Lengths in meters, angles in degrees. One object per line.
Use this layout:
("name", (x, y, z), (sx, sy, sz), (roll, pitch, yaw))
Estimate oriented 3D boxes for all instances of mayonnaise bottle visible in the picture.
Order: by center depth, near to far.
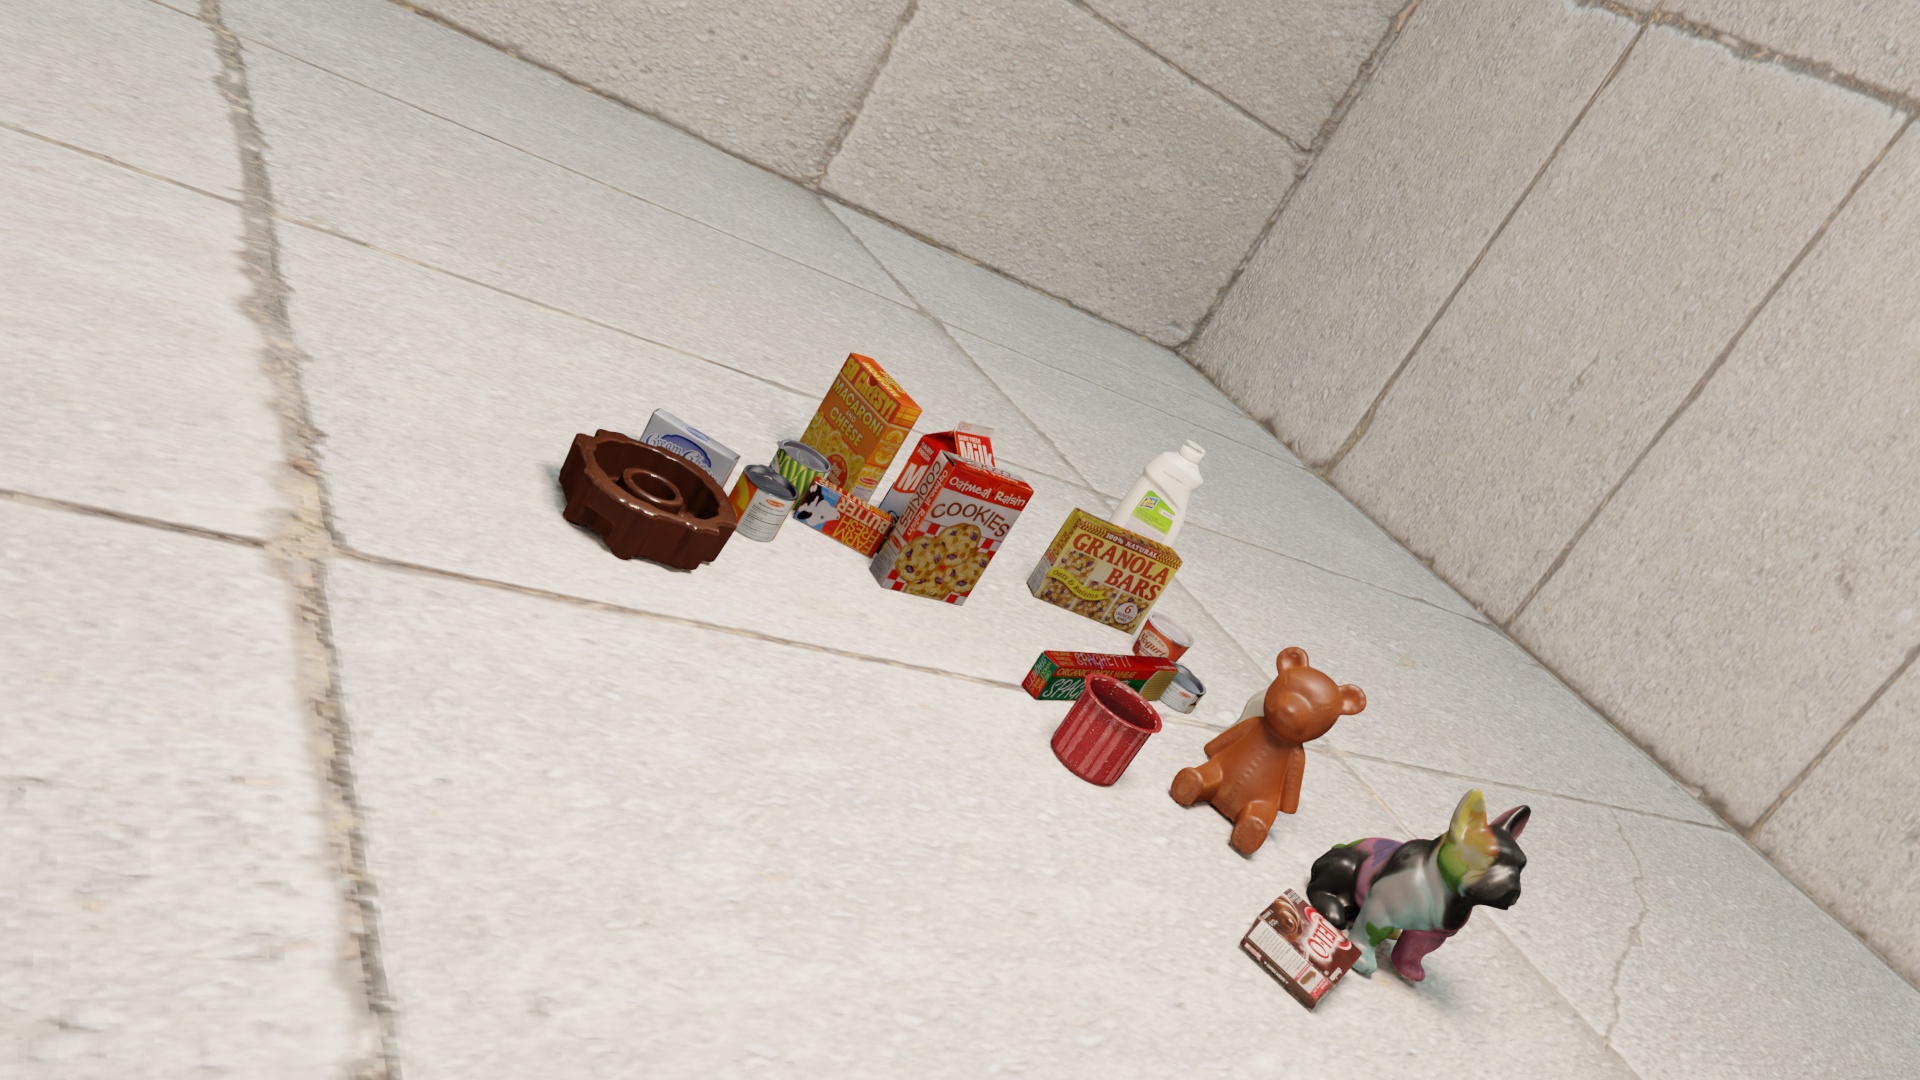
("mayonnaise bottle", (0.350, 0.209, 1.603), (0.065, 0.147, 0.041), (36, 19, 12))

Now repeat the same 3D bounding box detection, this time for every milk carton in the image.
("milk carton", (-0.027, -0.056, 1.616), (0.073, 0.190, 0.072), (44, 22, 32))

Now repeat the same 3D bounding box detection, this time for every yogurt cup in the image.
("yogurt cup", (0.259, 0.133, 1.793), (0.072, 0.053, 0.073), (28, 19, -11))

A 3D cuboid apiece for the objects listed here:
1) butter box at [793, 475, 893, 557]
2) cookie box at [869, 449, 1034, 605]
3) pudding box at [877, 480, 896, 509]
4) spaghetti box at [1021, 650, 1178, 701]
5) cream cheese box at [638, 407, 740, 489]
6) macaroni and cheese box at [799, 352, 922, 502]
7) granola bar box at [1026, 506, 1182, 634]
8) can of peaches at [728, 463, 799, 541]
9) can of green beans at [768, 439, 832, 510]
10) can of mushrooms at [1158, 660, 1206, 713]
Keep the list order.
("butter box", (-0.133, -0.027, 1.591), (0.103, 0.053, 0.024), (28, 19, -11))
("cookie box", (-0.009, -0.011, 1.568), (0.123, 0.167, 0.040), (16, 25, -39))
("pudding box", (-0.067, -0.051, 1.755), (0.030, 0.049, 0.084), (37, 20, 16))
("spaghetti box", (0.164, 0.157, 1.598), (0.250, 0.050, 0.029), (8, 30, -49))
("cream cheese box", (-0.297, -0.095, 1.509), (0.104, 0.053, 0.024), (31, 19, -2))
("macaroni and cheese box", (-0.129, -0.122, 1.659), (0.040, 0.166, 0.124), (12, 28, -46))
("granola bar box", (0.187, 0.041, 1.804), (0.165, 0.123, 0.039), (22, 21, -27))
("can of peaches", (-0.216, -0.041, 1.493), (0.071, 0.058, 0.071), (28, 19, -11))
("can of green beans", (-0.192, -0.076, 1.615), (0.071, 0.057, 0.071), (28, 19, -11))
("can of mushrooms", (0.269, 0.181, 1.723), (0.071, 0.033, 0.071), (28, 19, -11))
